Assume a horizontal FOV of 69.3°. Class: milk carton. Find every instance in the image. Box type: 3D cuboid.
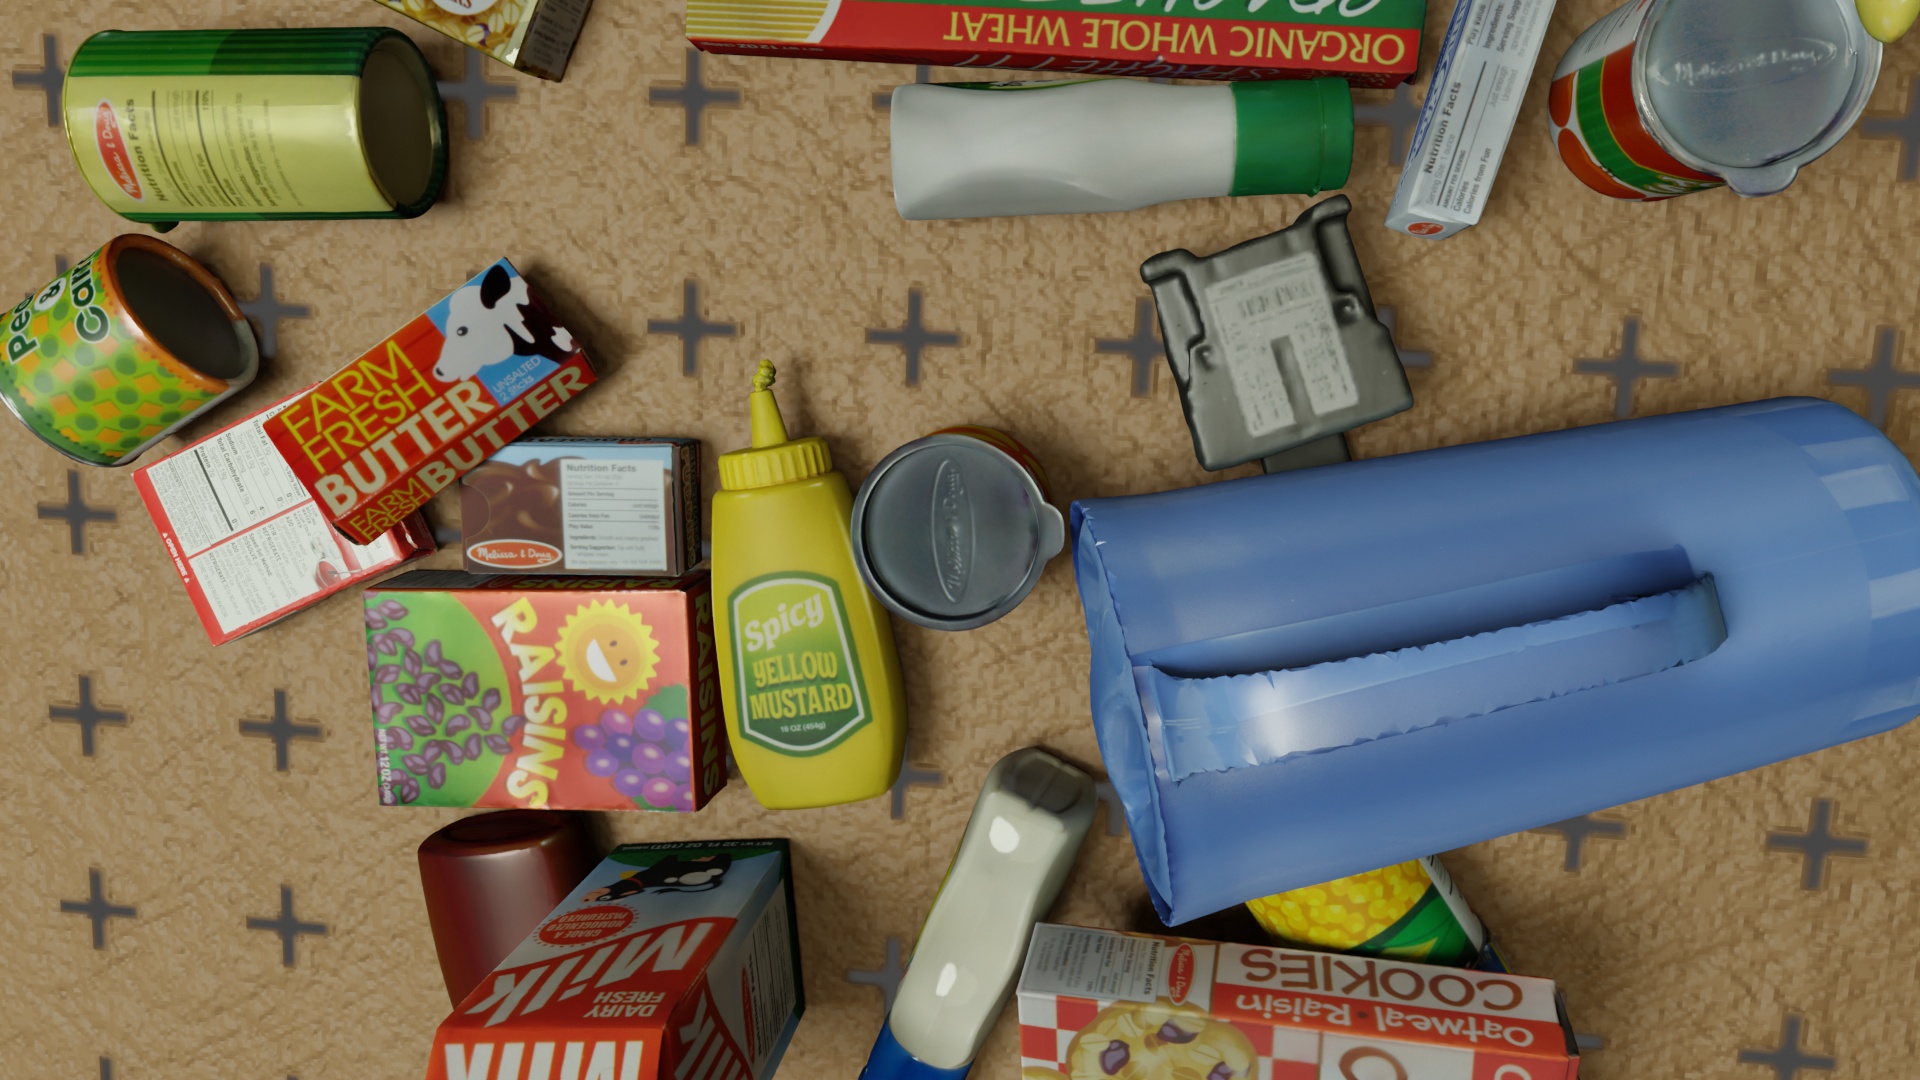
[{"bbox_3d":[-0.109,0.166,0.455,0.072,0.191,0.073,-4,98,7],"label":"milk carton"}]

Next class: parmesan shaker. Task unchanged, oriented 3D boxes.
[{"bbox_3d":[-0.243,-0.143,0.489,0.103,0.071,0.071,1,99,5],"label":"parmesan shaker"}]

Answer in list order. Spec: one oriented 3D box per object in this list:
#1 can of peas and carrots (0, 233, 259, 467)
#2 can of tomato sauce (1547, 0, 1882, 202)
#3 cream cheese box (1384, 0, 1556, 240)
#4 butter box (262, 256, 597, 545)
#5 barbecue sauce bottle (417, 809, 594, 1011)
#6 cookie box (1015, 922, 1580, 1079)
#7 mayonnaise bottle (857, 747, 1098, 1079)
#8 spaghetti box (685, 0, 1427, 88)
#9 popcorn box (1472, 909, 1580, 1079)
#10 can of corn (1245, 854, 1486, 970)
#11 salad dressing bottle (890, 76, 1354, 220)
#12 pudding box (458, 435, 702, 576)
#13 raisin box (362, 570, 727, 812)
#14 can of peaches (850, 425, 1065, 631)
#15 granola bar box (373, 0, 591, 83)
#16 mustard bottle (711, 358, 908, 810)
[{"bbox_3d":[-0.304,-0.070,0.503,0.058,0.071,0.071,-30,94,9],"label":"can of peas and carrots"},{"bbox_3d":[0.228,-0.139,0.429,0.071,0.083,0.071,1,99,6],"label":"can of tomato sauce"},{"bbox_3d":[0.168,-0.151,0.449,0.024,0.053,0.103,17,100,5],"label":"cream cheese box"},{"bbox_3d":[-0.187,-0.050,0.492,0.104,0.024,0.053,-39,71,-12],"label":"butter box"},{"bbox_3d":[-0.165,0.181,0.538,0.065,0.044,0.148,-6,98,18],"label":"barbecue sauce bottle"},{"bbox_3d":[0.105,0.196,0.458,0.167,0.040,0.122,3,113,14],"label":"cookie box"},{"bbox_3d":[0.003,0.151,0.508,0.041,0.065,0.147,26,104,11],"label":"mayonnaise bottle"},{"bbox_3d":[0.031,-0.186,0.471,0.250,0.029,0.050,5,100,6],"label":"spaghetti box"},{"bbox_3d":[0.155,0.202,0.509,0.126,0.038,0.085,-31,94,10],"label":"popcorn box"},{"bbox_3d":[0.136,0.128,0.485,0.071,0.071,0.058,-33,93,10],"label":"can of corn"},{"bbox_3d":[0.052,-0.131,0.460,0.148,0.064,0.044,-1,96,4],"label":"salad dressing bottle"},{"bbox_3d":[-0.140,-0.014,0.514,0.084,0.030,0.049,0,100,6],"label":"pudding box"},{"bbox_3d":[-0.154,0.056,0.521,0.123,0.040,0.086,0,98,7],"label":"raisin box"},{"bbox_3d":[0.002,-0.006,0.485,0.071,0.058,0.071,1,98,6],"label":"can of peaches"},{"bbox_3d":[-0.197,-0.253,0.481,0.165,0.039,0.124,26,100,2],"label":"granola bar box"},{"bbox_3d":[-0.060,0.015,0.499,0.065,0.049,0.160,-9,97,6],"label":"mustard bottle"}]
